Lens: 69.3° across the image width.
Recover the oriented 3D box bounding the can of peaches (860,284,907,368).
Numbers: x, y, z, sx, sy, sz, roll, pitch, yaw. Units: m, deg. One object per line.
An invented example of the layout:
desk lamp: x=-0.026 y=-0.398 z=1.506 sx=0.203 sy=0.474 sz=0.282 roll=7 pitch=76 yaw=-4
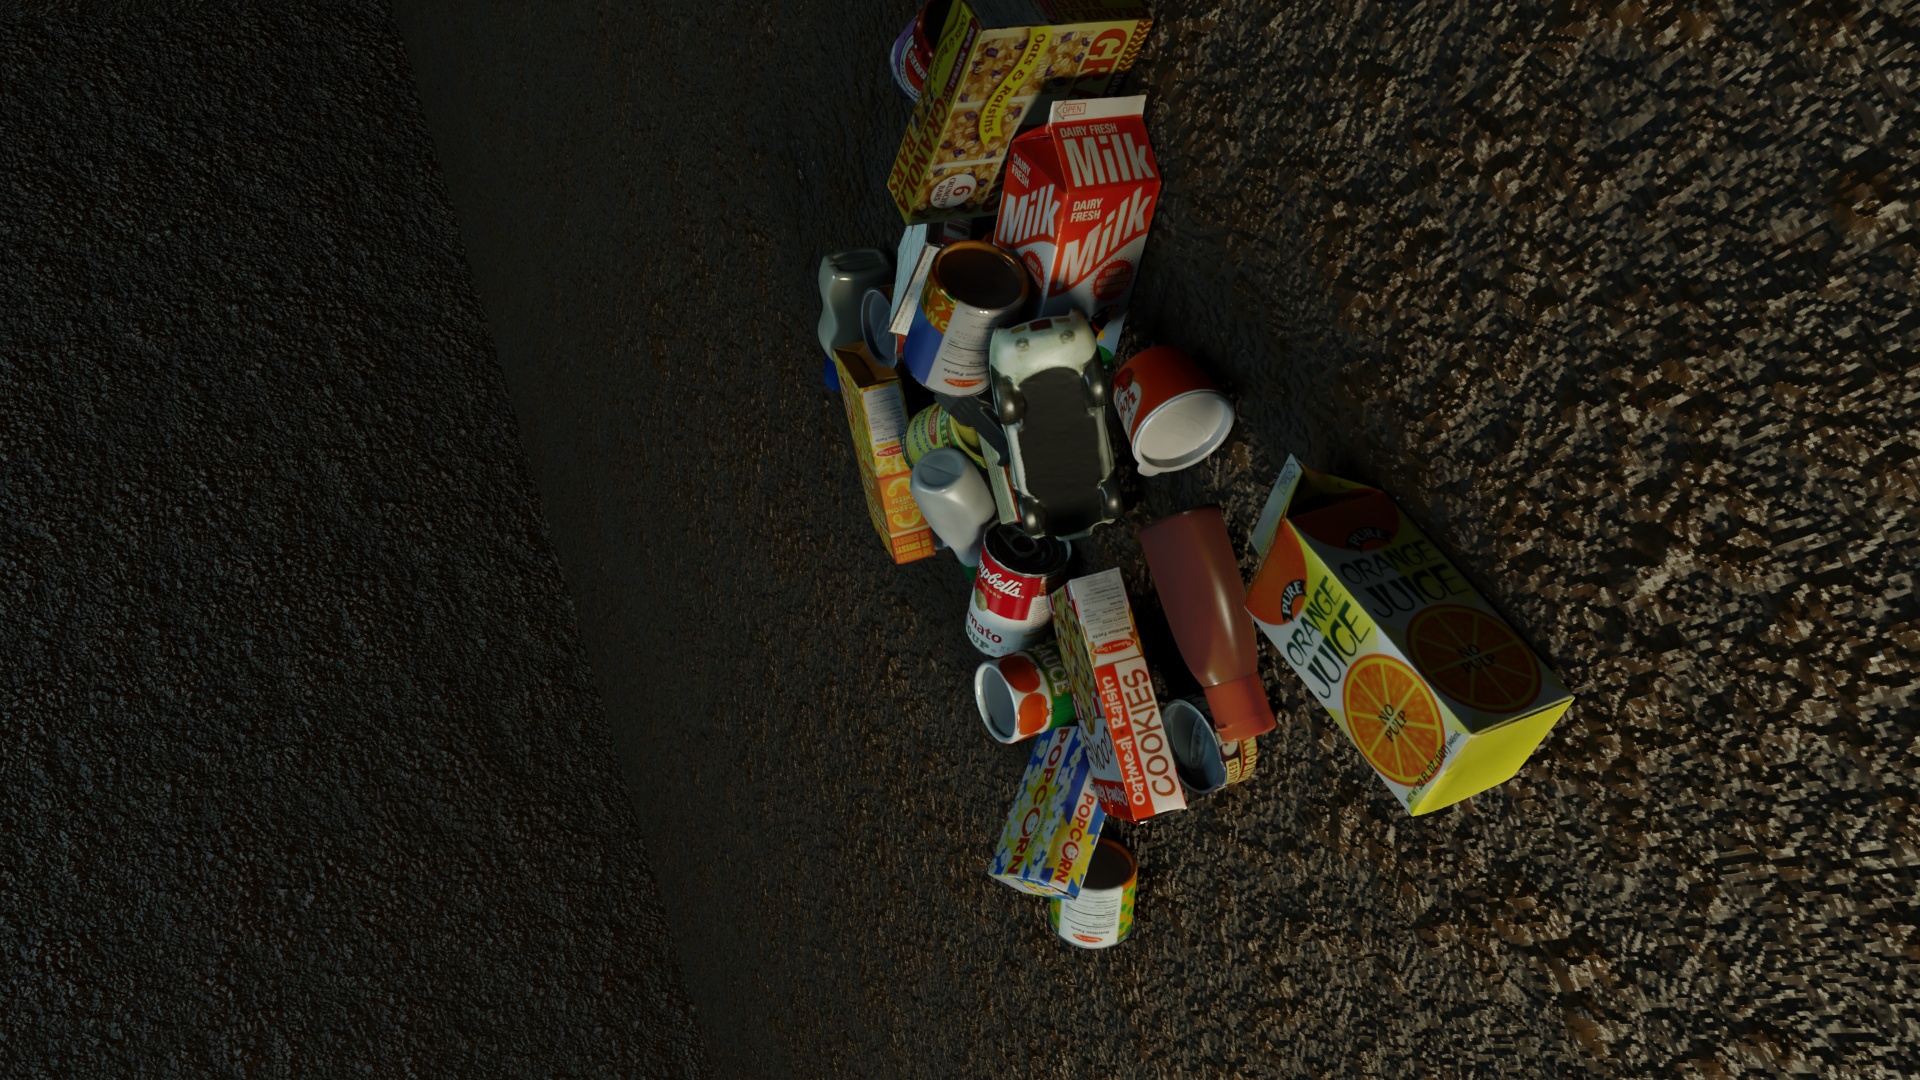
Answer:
can of peaches: x=-0.043 y=-0.180 z=1.157 sx=0.071 sy=0.058 sz=0.071 roll=36 pitch=134 yaw=51

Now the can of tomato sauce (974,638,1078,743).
can of tomato sauce: x=0.062 y=0.112 z=1.067 sx=0.071 sy=0.083 sz=0.070 roll=38 pitch=136 yaw=51

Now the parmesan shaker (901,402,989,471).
parmesan shaker: x=0.001 y=-0.082 z=1.109 sx=0.103 sy=0.071 sz=0.071 roll=-19 pitch=86 yaw=63

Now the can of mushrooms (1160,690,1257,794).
can of mushrooms: x=0.167 y=0.136 z=0.931 sx=0.071 sy=0.033 sz=0.070 roll=37 pitch=133 yaw=52

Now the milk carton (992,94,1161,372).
milk carton: x=0.071 y=-0.200 z=0.909 sx=0.074 sy=0.072 sz=0.189 roll=54 pitch=146 yaw=37

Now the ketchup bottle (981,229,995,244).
ketchup bottle: x=0.016 y=-0.173 z=1.062 sx=0.148 sy=0.044 sz=0.065 roll=-48 pitch=58 yaw=59

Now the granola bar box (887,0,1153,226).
granola bar box: x=0.034 y=-0.276 z=0.885 sx=0.039 sy=0.124 sz=0.164 roll=65 pitch=151 yaw=21

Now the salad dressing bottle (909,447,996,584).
salad dressing bottle: x=0.004 y=-0.014 z=1.100 sx=0.064 sy=0.044 sz=0.147 roll=20 pitch=155 yaw=29

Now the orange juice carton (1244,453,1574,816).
orange juice carton: x=0.219 y=0.042 z=0.738 sx=0.193 sy=0.073 sz=0.071 roll=57 pitch=148 yaw=34

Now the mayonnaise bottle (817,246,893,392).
mayonnaise bottle: x=-0.100 y=-0.198 z=1.260 sx=0.147 sy=0.065 sz=0.041 roll=105 pitch=144 yaw=-51

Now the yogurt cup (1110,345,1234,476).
yogurt cup: x=0.129 y=-0.084 z=0.865 sx=0.072 sy=0.072 sz=0.054 roll=106 pitch=149 yaw=-45

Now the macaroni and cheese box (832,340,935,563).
macaroni and cheese box: x=-0.068 y=-0.079 z=1.220 sx=0.124 sy=0.040 sz=0.165 roll=-123 pitch=20 yaw=-63

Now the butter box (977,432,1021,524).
butter box: x=0.045 y=-0.066 z=1.048 sx=0.024 sy=0.053 sz=0.103 roll=-17 pitch=88 yaw=61

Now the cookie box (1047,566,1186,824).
cookie box: x=0.106 y=0.110 z=0.978 sx=0.122 sy=0.040 sz=0.167 roll=115 pitch=141 yaw=-81

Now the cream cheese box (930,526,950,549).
cream cheese box: x=-0.015 y=-0.046 z=1.208 sx=0.053 sy=0.024 sz=0.104 roll=-21 pitch=84 yaw=65

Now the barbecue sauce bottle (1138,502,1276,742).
barbecue sauce bottle: x=0.161 y=0.054 z=0.891 sx=0.064 sy=0.044 sz=0.148 roll=-28 pitch=78 yaw=63

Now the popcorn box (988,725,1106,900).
popcorn box: x=0.075 y=0.206 z=1.062 sx=0.085 sy=0.038 sz=0.127 roll=-20 pitch=44 yaw=63

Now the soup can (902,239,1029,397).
soup can: x=0.002 y=-0.148 z=0.914 sx=0.071 sy=0.071 sz=0.083 roll=62 pitch=151 yaw=26

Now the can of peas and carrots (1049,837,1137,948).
can of peas and carrots: x=0.104 y=0.273 z=1.088 sx=0.071 sy=0.071 sz=0.058 roll=40 pitch=136 yaw=49

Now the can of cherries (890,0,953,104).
can of cherries: x=-0.011 y=-0.350 z=0.997 sx=0.058 sy=0.072 sz=0.071 roll=-22 pitch=83 yaw=62
